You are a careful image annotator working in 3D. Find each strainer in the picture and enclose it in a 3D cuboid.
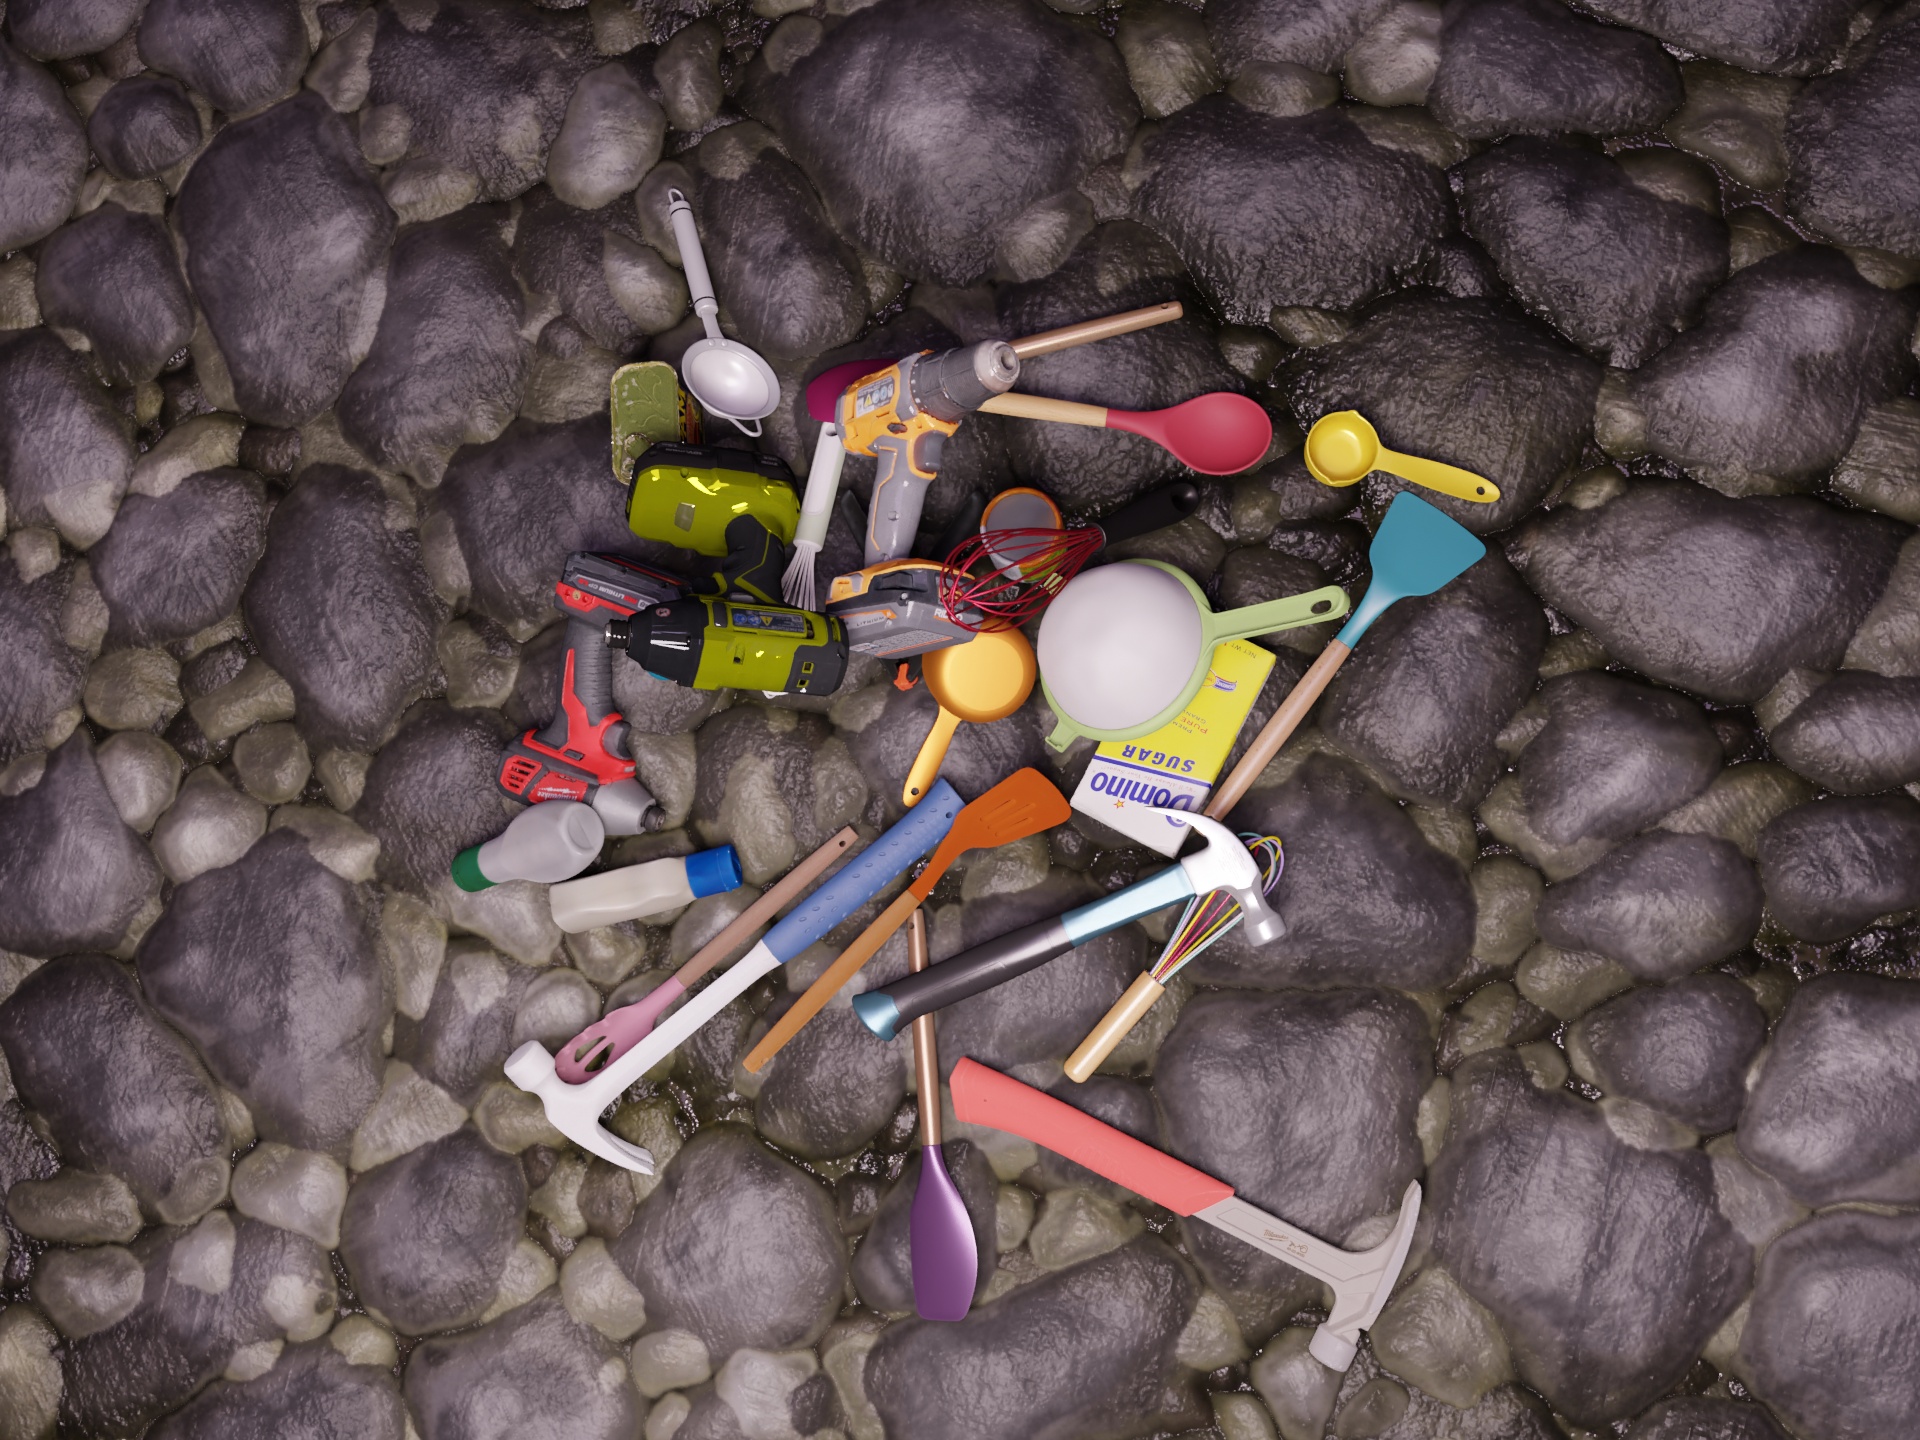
[{"bbox_3d":[-0.213,-0.342,1.349,0.086,0.050,0.259,-5,71,-34],"label":"strainer"},{"bbox_3d":[0.158,-0.072,1.190,0.256,0.069,0.152,-11,67,31],"label":"strainer"}]

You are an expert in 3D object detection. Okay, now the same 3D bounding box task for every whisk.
[{"bbox_3d":[-0.128,-0.137,1.307,0.058,0.059,0.246,10,80,12],"label":"whisk"},{"bbox_3d":[0.088,-0.131,1.190,0.296,0.073,0.073,-27,76,-40],"label":"whisk"},{"bbox_3d":[0.162,0.181,1.226,0.051,0.047,0.245,41,93,10],"label":"whisk"}]

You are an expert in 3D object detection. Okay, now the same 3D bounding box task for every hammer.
[{"bbox_3d":[0.159,0.341,1.208,0.359,0.036,0.149,25,87,10],"label":"hammer"},{"bbox_3d":[-0.154,0.193,1.257,0.405,0.035,0.144,-39,108,-3],"label":"hammer"},{"bbox_3d":[0.070,0.167,1.211,0.331,0.033,0.128,-25,81,11],"label":"hammer"}]

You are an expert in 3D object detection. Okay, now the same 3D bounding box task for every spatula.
[{"bbox_3d":[-0.048,0.159,1.238,0.322,0.080,0.041,-46,46,-4],"label":"spatula"},{"bbox_3d":[0.285,-0.037,1.246,0.082,0.044,0.317,38,94,11],"label":"spatula"},{"bbox_3d":[-0.022,0.306,1.246,0.060,0.018,0.316,-10,80,29],"label":"spatula"}]

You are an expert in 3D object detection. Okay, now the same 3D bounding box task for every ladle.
[{"bbox_3d":[0.092,-0.248,1.285,0.315,0.031,0.069,9,82,5],"label":"ladle"}]

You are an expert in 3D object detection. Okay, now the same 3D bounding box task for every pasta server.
[{"bbox_3d":[-0.204,0.195,1.280,0.316,0.040,0.060,-41,108,0],"label":"pasta server"}]

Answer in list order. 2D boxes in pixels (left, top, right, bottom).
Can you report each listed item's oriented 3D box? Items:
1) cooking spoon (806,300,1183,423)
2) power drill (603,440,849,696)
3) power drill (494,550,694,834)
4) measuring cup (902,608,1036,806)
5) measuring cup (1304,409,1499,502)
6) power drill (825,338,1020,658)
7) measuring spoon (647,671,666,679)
[{"bbox_3d":[0.026,-0.302,1.314,0.319,0.017,0.069,-13,60,4],"label":"cooking spoon"},{"bbox_3d":[-0.184,-0.113,1.197,0.171,0.080,0.223,5,42,-20],"label":"power drill"},{"bbox_3d":[-0.281,-0.017,1.287,0.143,0.078,0.219,21,99,12],"label":"power drill"},{"bbox_3d":[-0.002,-0.004,1.257,0.095,0.052,0.173,24,96,-14],"label":"measuring cup"},{"bbox_3d":[0.347,-0.198,1.258,0.156,0.029,0.062,18,85,2],"label":"measuring cup"},{"bbox_3d":[-0.027,-0.172,1.204,0.185,0.084,0.226,-10,74,49],"label":"power drill"},{"bbox_3d":[-0.216,-0.084,1.324,0.128,0.021,0.042,-41,79,3],"label":"measuring spoon"}]
